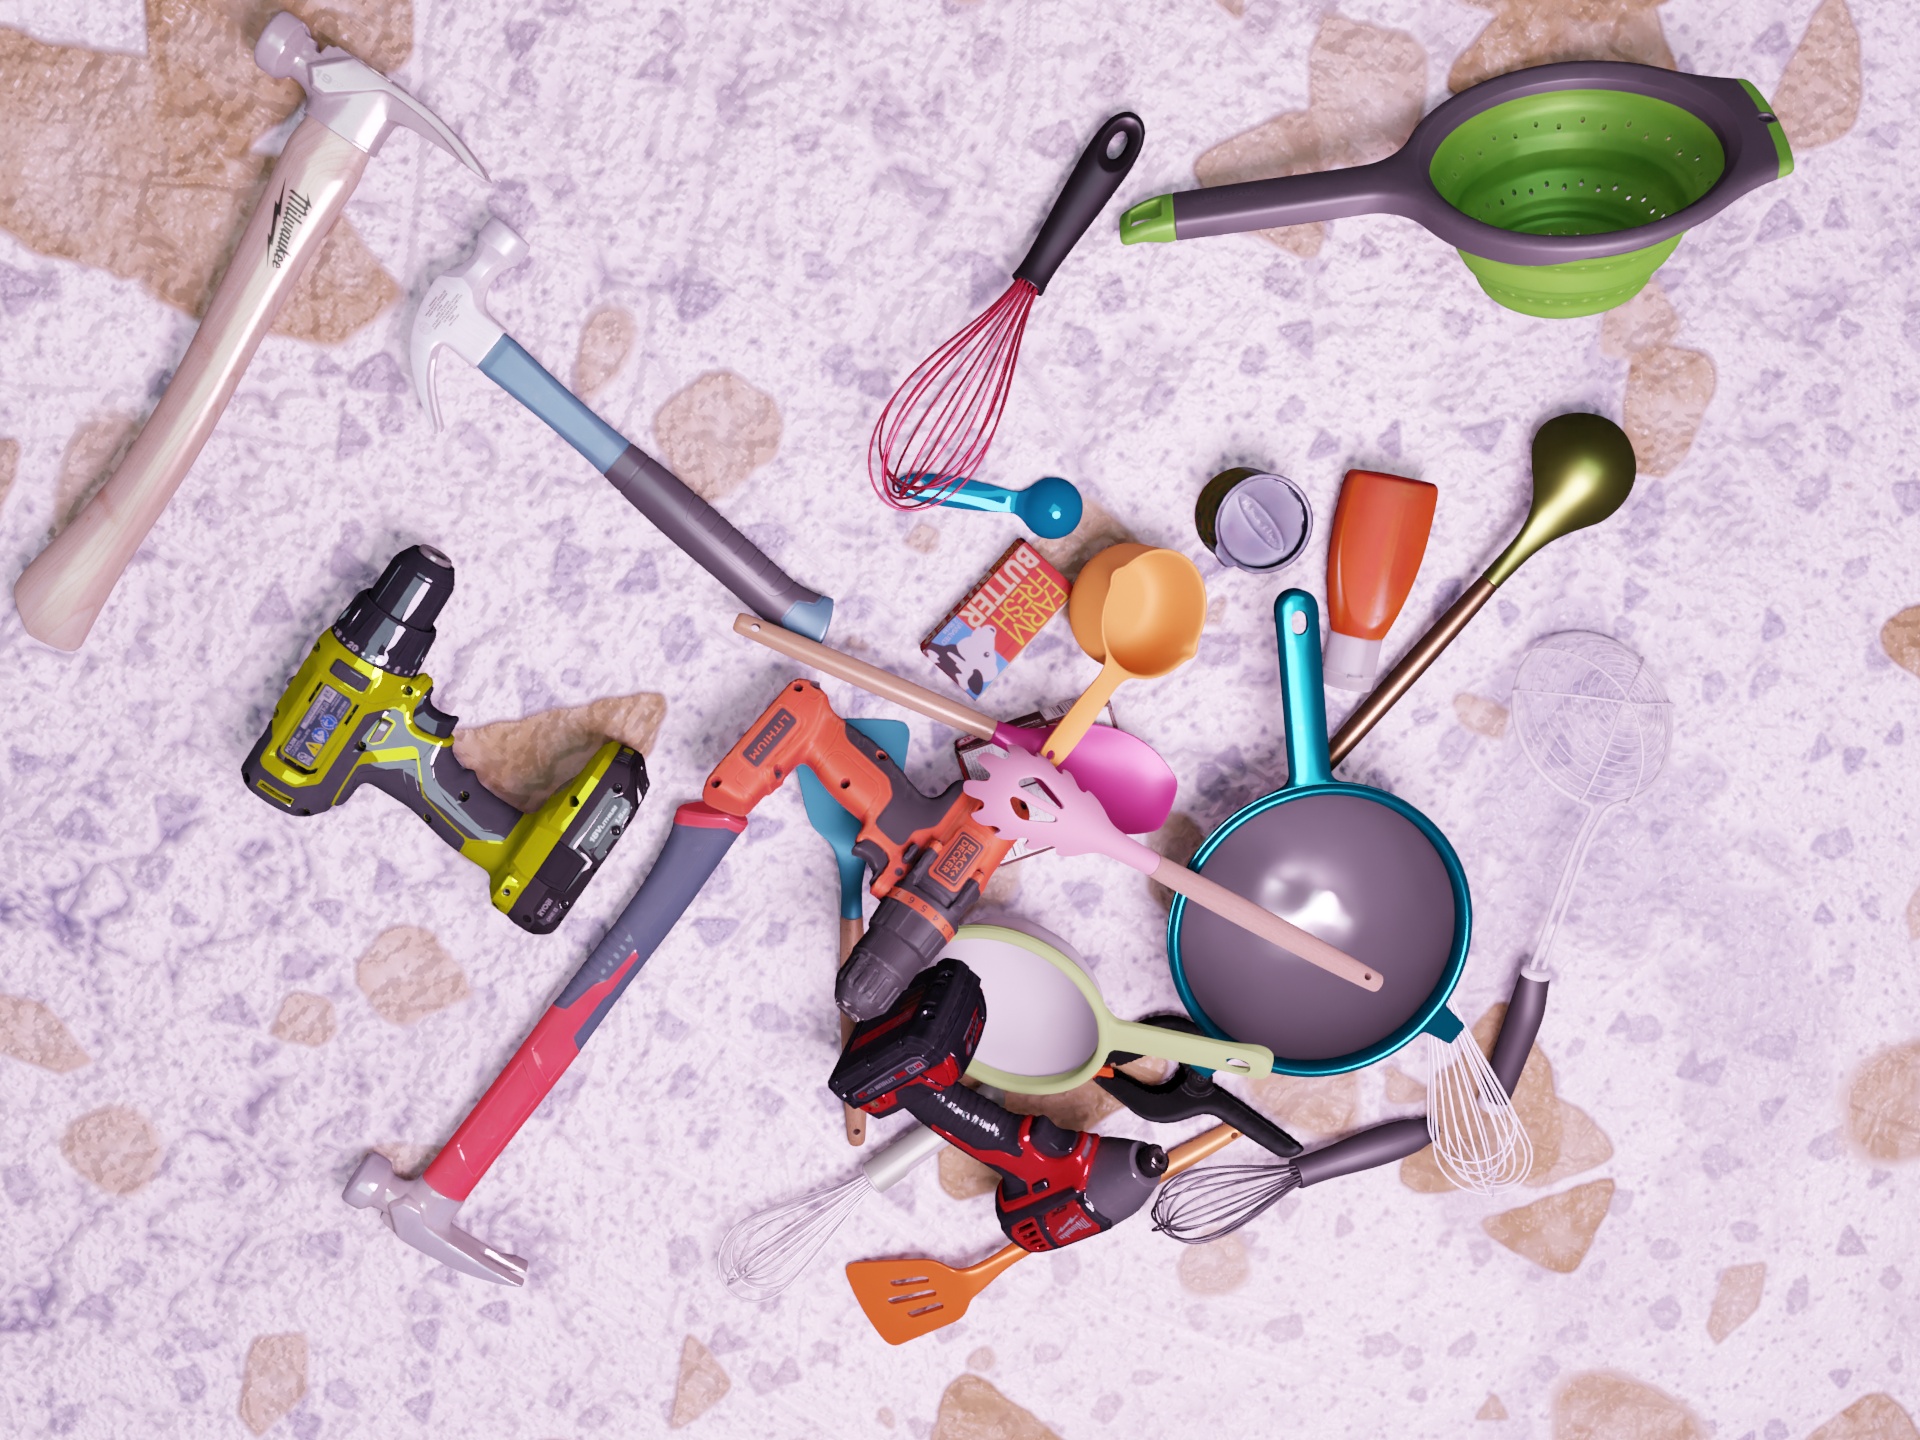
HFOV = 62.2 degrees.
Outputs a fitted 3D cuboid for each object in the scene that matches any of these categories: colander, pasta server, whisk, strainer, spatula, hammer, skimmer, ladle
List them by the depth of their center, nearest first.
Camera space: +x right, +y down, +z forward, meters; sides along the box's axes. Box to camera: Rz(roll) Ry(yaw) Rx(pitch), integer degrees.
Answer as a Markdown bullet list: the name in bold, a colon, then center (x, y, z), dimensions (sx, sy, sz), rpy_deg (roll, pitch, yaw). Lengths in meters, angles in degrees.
- **hammer**: center (-0.453, -0.215, 0.983), dimensions (0.146, 0.038, 0.410), rpy_deg (32, 98, -14)
- **colander**: center (0.304, -0.314, 1.019), dimensions (0.397, 0.205, 0.094), rpy_deg (-5, 140, 10)
- **whisk**: center (0.033, -0.263, 1.021), dimensions (0.073, 0.073, 0.296), rpy_deg (32, 91, -13)
- **hammer**: center (-0.210, -0.160, 1.026), dimensions (0.331, 0.033, 0.128), rpy_deg (41, 95, -14)
- **pasta server**: center (0.146, 0.105, 1.040), dimensions (0.316, 0.040, 0.060), rpy_deg (28, 86, -15)
- **strainer**: center (0.090, 0.192, 1.092), dimensions (0.256, 0.069, 0.151), rpy_deg (9, 126, 17)
- **strainer**: center (0.234, 0.073, 1.104), dimensions (0.211, 0.095, 0.340), rpy_deg (-7, 102, -3)
- **hammer**: center (-0.261, 0.221, 1.109), dimensions (0.143, 0.038, 0.386), rpy_deg (36, 97, -15)
- **ladle**: center (0.348, -0.079, 1.114), dimensions (0.078, 0.062, 0.320), rpy_deg (37, 104, -12)
- **spatula**: center (-0.075, 0.156, 1.125), dimensions (0.082, 0.044, 0.317), rpy_deg (-2, 108, -7)
- **whisk**: center (-0.071, 0.339, 1.157), dimensions (0.246, 0.057, 0.059), rpy_deg (-34, 75, -2)
- **whisk**: center (0.356, 0.217, 1.165), dimensions (0.070, 0.070, 0.284), rpy_deg (-17, 96, -2)
- **skimmer**: center (0.428, 0.118, 1.171), dimensions (0.127, 0.090, 0.363), rpy_deg (4, 113, -14)
- **whisk**: center (0.252, 0.340, 1.190), dimensions (0.239, 0.055, 0.055), rpy_deg (-14, 105, -12)
- **spatula**: center (0.072, 0.375, 1.194), dimensions (0.322, 0.041, 0.081), rpy_deg (-27, 106, -4)

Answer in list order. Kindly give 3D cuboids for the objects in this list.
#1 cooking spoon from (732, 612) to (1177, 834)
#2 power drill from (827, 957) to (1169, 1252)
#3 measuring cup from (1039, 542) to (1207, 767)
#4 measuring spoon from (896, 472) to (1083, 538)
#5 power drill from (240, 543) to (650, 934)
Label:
- **cooking spoon**: center (-0.002, -0.003, 1.058), dimensions (0.318, 0.017, 0.069), rpy_deg (23, 84, -9)
- **power drill**: center (0.031, 0.270, 1.082), dimensions (0.219, 0.079, 0.143), rpy_deg (44, 130, -13)
- **measuring cup**: center (0.091, -0.042, 1.061), dimensions (0.095, 0.052, 0.173), rpy_deg (40, 84, -34)
- **measuring spoon**: center (0.021, -0.147, 1.061), dimensions (0.128, 0.021, 0.042), rpy_deg (8, 102, -10)
- **power drill**: center (-0.321, 0.015, 1.034), dimensions (0.228, 0.080, 0.190), rpy_deg (34, 98, -10)
